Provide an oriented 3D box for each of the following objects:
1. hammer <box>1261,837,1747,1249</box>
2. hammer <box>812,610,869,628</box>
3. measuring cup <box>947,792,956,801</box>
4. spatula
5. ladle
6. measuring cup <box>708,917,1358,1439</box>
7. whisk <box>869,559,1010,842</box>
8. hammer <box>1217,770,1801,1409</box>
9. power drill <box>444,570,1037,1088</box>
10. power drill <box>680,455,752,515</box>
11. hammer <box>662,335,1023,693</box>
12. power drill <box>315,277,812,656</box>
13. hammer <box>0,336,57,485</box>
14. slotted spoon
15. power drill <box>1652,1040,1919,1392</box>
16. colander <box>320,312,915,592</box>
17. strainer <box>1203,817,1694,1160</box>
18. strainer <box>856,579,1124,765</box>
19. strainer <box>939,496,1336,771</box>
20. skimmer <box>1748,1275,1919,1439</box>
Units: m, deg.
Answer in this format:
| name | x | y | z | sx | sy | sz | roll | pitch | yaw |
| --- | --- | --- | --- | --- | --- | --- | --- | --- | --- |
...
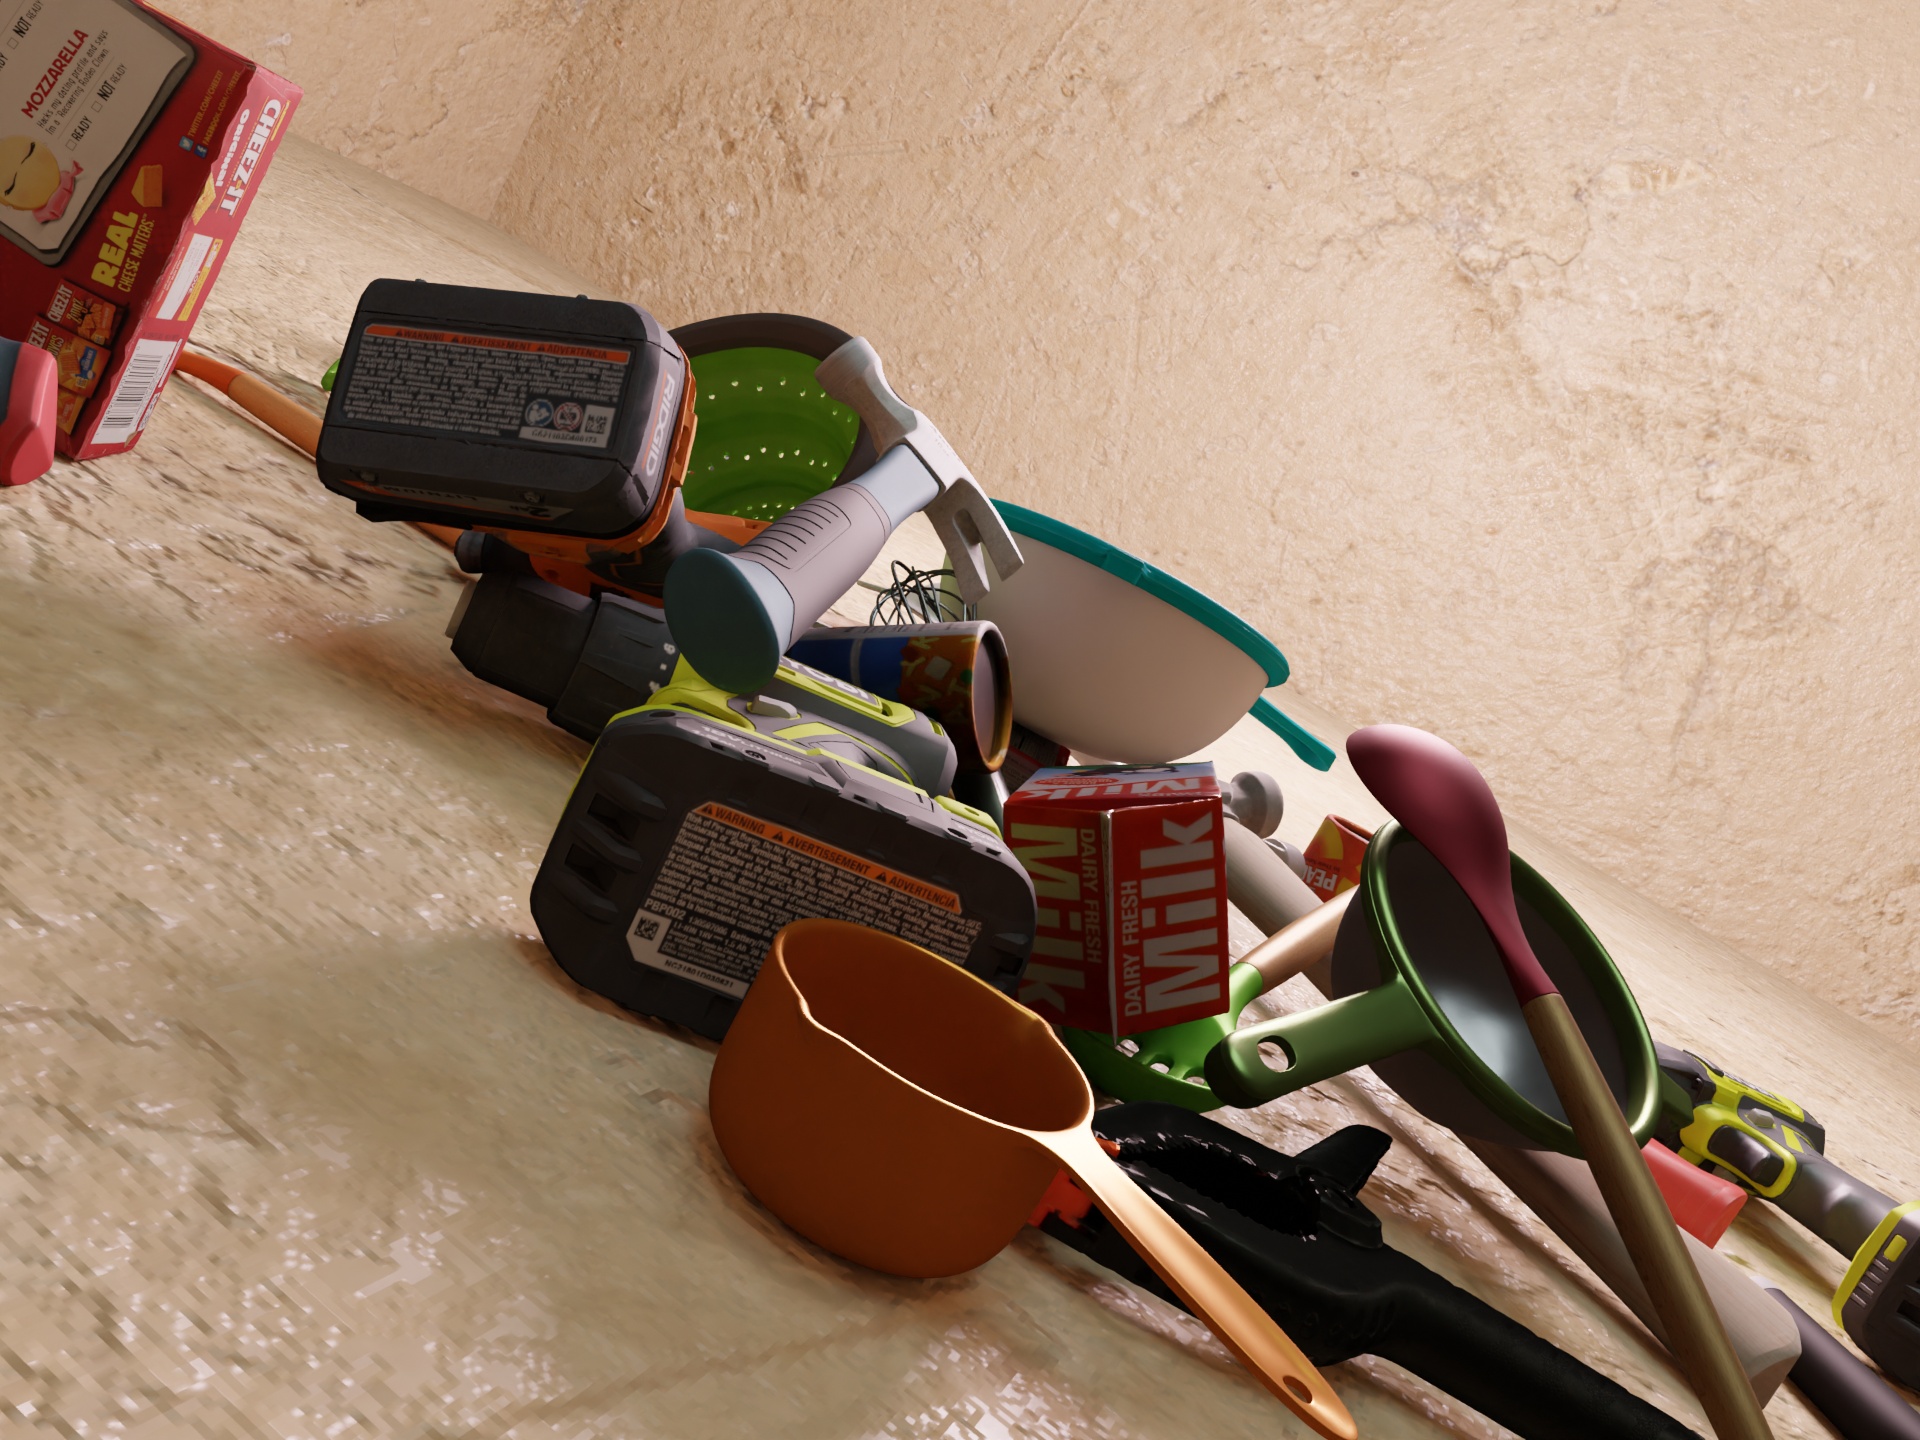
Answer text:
| name | x | y | z | sx | sy | sz | roll | pitch | yaw |
| --- | --- | --- | --- | --- | --- | --- | --- | --- | --- |
| hammer | 0.243 | 0.148 | 0.843 | 0.149 | 0.036 | 0.359 | 19 | 14 | -43 |
| hammer | -0.040 | -0.042 | 1.008 | 0.331 | 0.031 | 0.130 | 18 | 15 | -47 |
| measuring cup | -0.021 | 0.039 | 0.728 | 0.062 | 0.029 | 0.157 | 18 | 27 | -49 |
| spatula | -0.333 | -0.161 | 0.781 | 0.323 | 0.041 | 0.081 | 32 | 10 | 13 |
| ladle | 0.212 | 0.122 | 0.555 | 0.069 | 0.031 | 0.316 | 10 | 48 | -33 |
| measuring cup | 0.010 | 0.115 | 0.364 | 0.174 | 0.052 | 0.095 | 39 | 14 | 34 |
| whisk | -0.001 | -0.002 | 0.746 | 0.247 | 0.059 | 0.057 | -109 | 172 | -50 |
| hammer | 0.187 | 0.136 | 0.712 | 0.146 | 0.038 | 0.411 | 1 | 28 | -29 |
| power drill | -0.079 | 0.018 | 0.521 | 0.190 | 0.080 | 0.229 | 23 | 10 | -19 |
| power drill | -0.241 | -0.199 | 1.115 | 0.219 | 0.078 | 0.143 | 26 | 11 | -28 |
| hammer | -0.042 | -0.076 | 0.603 | 0.128 | 0.033 | 0.331 | 50 | 19 | -8 |
| power drill | -0.158 | -0.085 | 0.630 | 0.164 | 0.084 | 0.226 | 8 | -13 | 10 |
| hammer | -0.470 | -0.194 | 0.502 | 0.386 | 0.143 | 0.038 | 37 | -28 | -8 |
| slotted spoon | 0.127 | 0.101 | 0.645 | 0.070 | 0.031 | 0.313 | 25 | 19 | 27 |
| power drill | 0.424 | 0.238 | 0.796 | 0.171 | 0.080 | 0.223 | 25 | 8 | -24 |
| colander | -0.194 | -0.136 | 0.877 | 0.397 | 0.204 | 0.094 | 17 | -30 | 27 |
| strainer | 0.160 | 0.118 | 0.591 | 0.256 | 0.069 | 0.152 | -4 | 56 | -44 |
| strainer | 0.047 | -0.014 | 0.977 | 0.258 | 0.050 | 0.087 | 43 | 1 | -1 |
| strainer | 0.108 | -0.010 | 0.919 | 0.340 | 0.095 | 0.211 | 31 | -5 | -40 |
| skimmer | 0.390 | 0.274 | 0.497 | 0.127 | 0.090 | 0.363 | 59 | -1 | -18 |
